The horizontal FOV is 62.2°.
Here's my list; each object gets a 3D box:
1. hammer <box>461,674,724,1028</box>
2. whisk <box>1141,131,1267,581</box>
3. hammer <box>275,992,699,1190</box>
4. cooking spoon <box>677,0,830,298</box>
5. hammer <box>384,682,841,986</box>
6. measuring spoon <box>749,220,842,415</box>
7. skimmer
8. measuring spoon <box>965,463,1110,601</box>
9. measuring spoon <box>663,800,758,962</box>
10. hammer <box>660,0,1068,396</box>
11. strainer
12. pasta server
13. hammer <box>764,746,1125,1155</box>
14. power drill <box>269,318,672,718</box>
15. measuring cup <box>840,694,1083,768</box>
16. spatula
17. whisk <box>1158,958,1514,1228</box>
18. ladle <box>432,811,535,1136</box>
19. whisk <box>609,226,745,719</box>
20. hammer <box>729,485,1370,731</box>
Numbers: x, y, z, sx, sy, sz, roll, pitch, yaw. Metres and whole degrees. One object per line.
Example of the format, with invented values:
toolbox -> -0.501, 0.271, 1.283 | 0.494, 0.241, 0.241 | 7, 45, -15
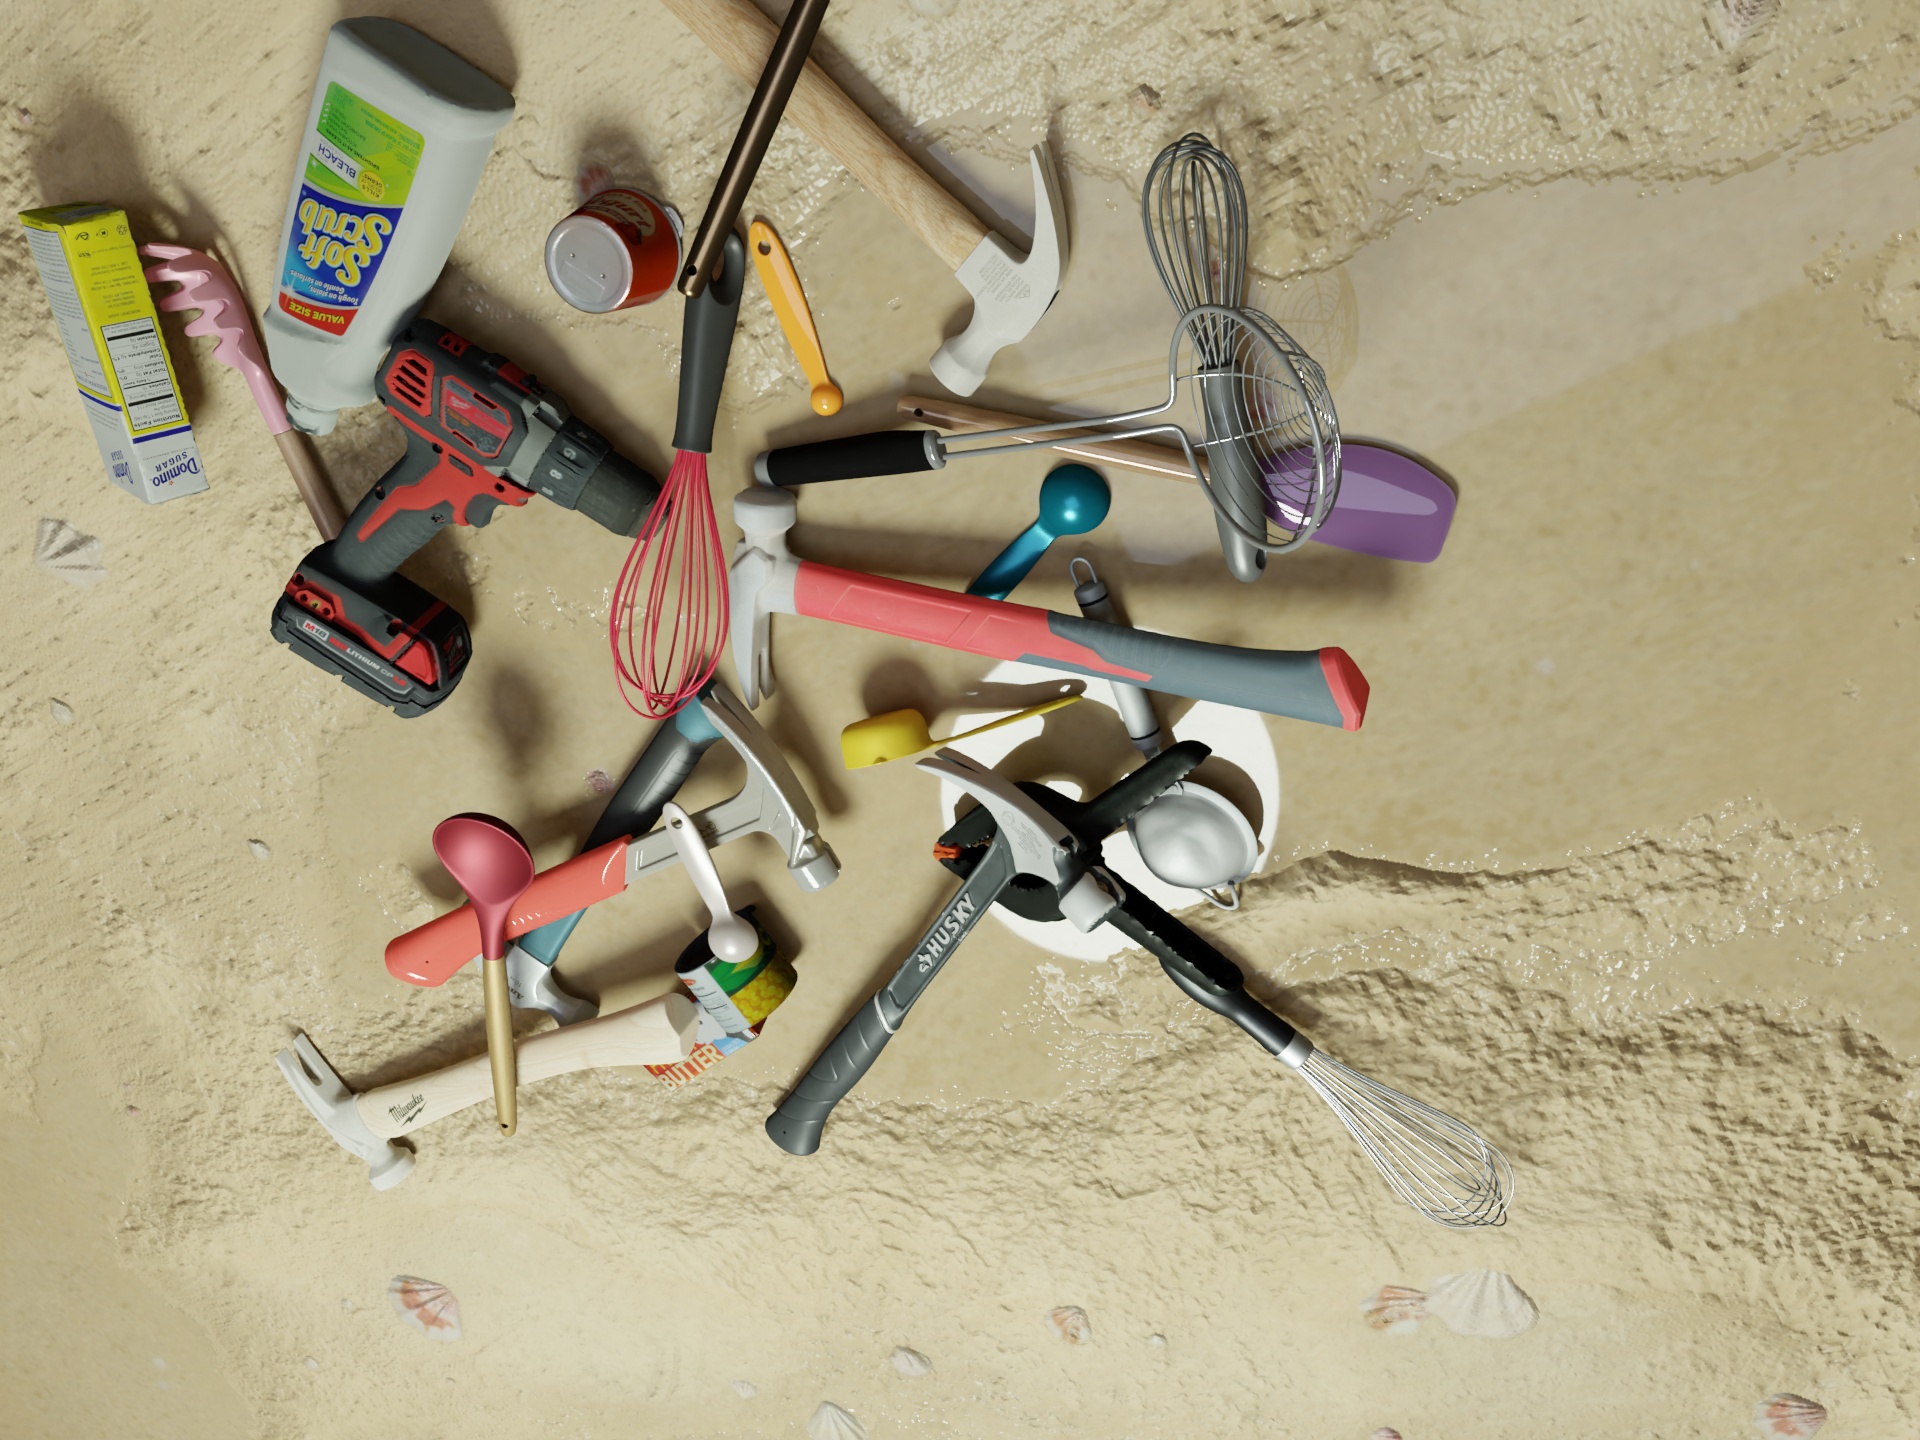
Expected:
hammer -> -0.248, 0.093, 1.117 | 0.128, 0.033, 0.331 | 36, 120, -5
whisk -> 0.136, -0.186, 0.842 | 0.055, 0.055, 0.238 | -6, 111, 19
hammer -> -0.360, 0.261, 1.209 | 0.410, 0.038, 0.146 | -22, 108, 32
cooking spoon -> -0.076, -0.362, 0.802 | 0.069, 0.017, 0.319 | 28, 107, 2
hammer -> -0.262, 0.102, 1.085 | 0.359, 0.037, 0.149 | -23, 110, 24
measuring spoon -> -0.096, -0.229, 0.915 | 0.021, 0.011, 0.116 | -13, 112, 22
skimmer -> 0.027, -0.141, 0.844 | 0.363, 0.090, 0.127 | -1, 119, 30
measuring spoon -> 0.038, -0.098, 0.938 | 0.042, 0.021, 0.128 | 41, 119, -7
measuring spoon -> -0.167, 0.108, 1.034 | 0.034, 0.018, 0.124 | -13, 113, 20
hammer -> -0.076, -0.330, 0.846 | 0.331, 0.031, 0.130 | 42, 120, -7
strainer -> 0.115, 0.019, 0.970 | 0.087, 0.050, 0.258 | -10, 111, 37
pasta server -> -0.435, -0.160, 1.036 | 0.060, 0.040, 0.316 | 8, 125, 46
hammer -> -0.045, 0.182, 1.071 | 0.149, 0.036, 0.408 | 47, 131, 14
power drill -> -0.305, -0.112, 0.994 | 0.188, 0.080, 0.226 | 33, 111, -10
measuring cup -> -0.002, -0.003, 0.992 | 0.156, 0.062, 0.029 | -17, 93, 11
spatula -> 0.117, -0.146, 0.893 | 0.316, 0.018, 0.059 | 13, 115, 8
whisk -> 0.242, 0.235, 1.035 | 0.284, 0.070, 0.070 | 38, 121, 0
ladle -> -0.323, 0.182, 1.108 | 0.069, 0.031, 0.315 | 11, 125, 5
whisk -> -0.160, -0.141, 0.935 | 0.073, 0.073, 0.295 | 14, 106, 9
hammer -> 0.041, -0.036, 0.935 | 0.386, 0.038, 0.143 | 13, 120, 18
